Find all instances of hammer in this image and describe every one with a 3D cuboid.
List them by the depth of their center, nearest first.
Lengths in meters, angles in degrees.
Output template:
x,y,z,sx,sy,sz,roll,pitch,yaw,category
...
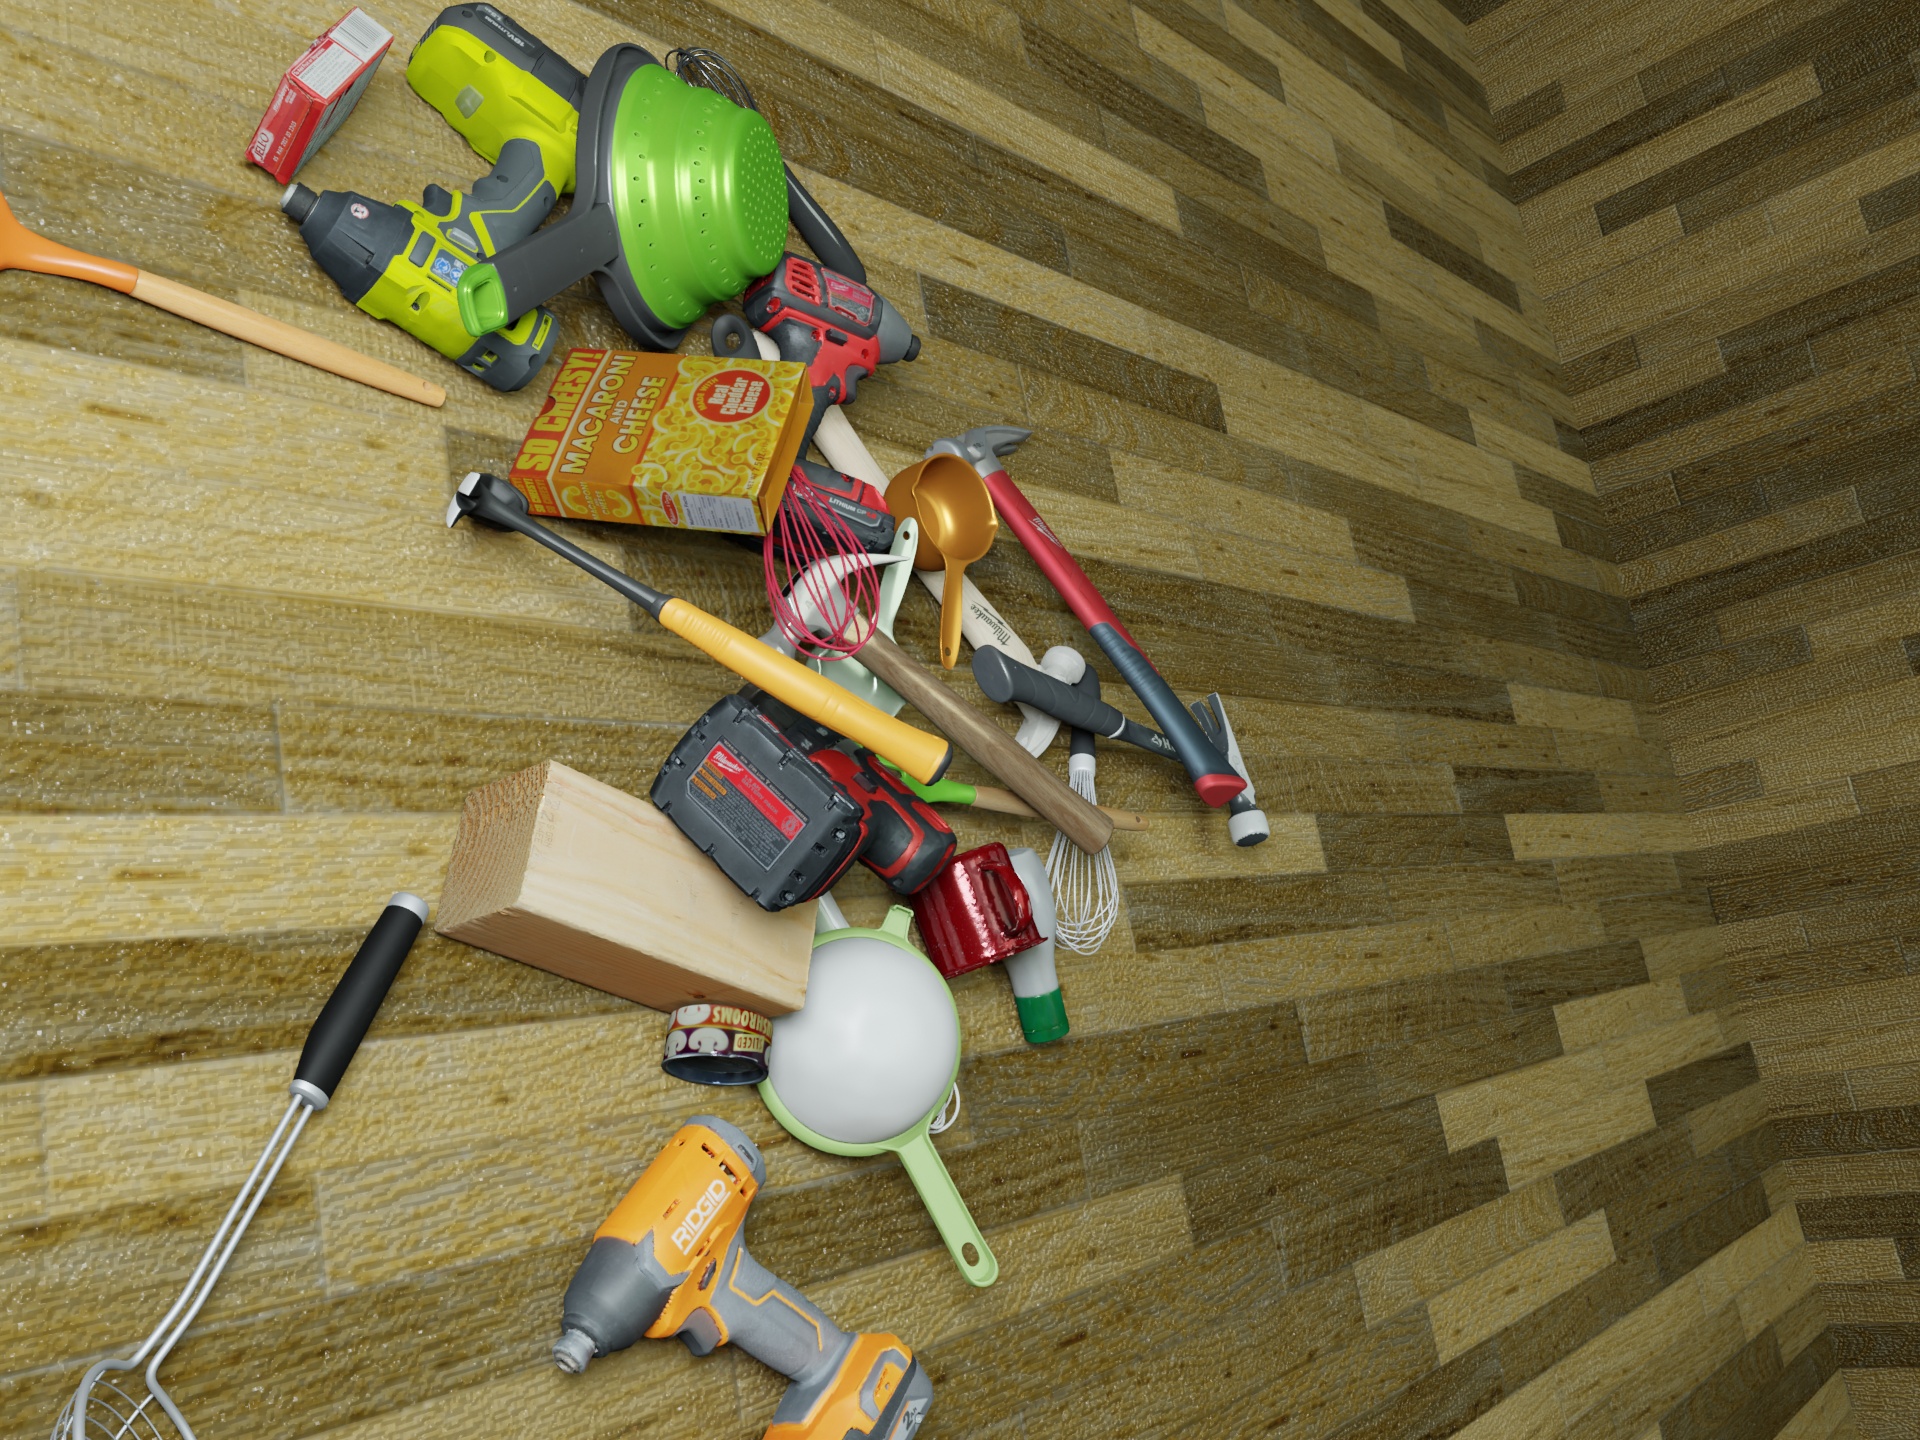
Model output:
x,y,z,sx,sy,sz,roll,pitch,yaw,category
-0.152,-0.052,0.967,0.336,0.127,0.034,30,92,-10,hammer
-0.002,-0.004,1.182,0.331,0.031,0.130,39,71,-26,hammer
-0.043,-0.142,1.282,0.410,0.038,0.146,51,44,-21,hammer
0.123,-0.094,1.364,0.386,0.038,0.143,54,34,8,hammer
0.144,0.003,1.377,0.408,0.036,0.149,21,48,-49,hammer

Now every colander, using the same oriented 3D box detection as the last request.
x,y,z,sx,sy,sz,roll,pitch,yaw,category
-0.196,-0.322,1.034,0.397,0.094,0.204,-66,154,-57,colander

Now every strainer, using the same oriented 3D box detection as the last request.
x,y,z,sx,sy,sz,roll,pitch,yaw,category
-0.033,0.253,1.037,0.151,0.069,0.256,-26,86,-28,strainer

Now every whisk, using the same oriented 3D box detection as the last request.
x,y,z,sx,sy,sz,roll,pitch,yaw,category
-0.119,-0.163,1.068,0.073,0.073,0.296,10,50,-47,whisk
-0.071,0.177,1.103,0.246,0.059,0.058,62,26,-2,whisk
-0.152,-0.440,1.281,0.238,0.055,0.055,48,43,-32,whisk
0.103,0.068,1.350,0.070,0.070,0.285,35,46,-36,whisk

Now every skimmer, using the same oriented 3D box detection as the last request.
x,y,z,sx,sy,sz,roll,pitch,yaw,category
-0.315,0.237,0.758,0.127,0.090,0.364,78,21,-46,skimmer

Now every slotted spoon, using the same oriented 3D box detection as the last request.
x,y,z,sx,sy,sz,roll,pitch,yaw,category
0.029,0.059,1.236,0.313,0.031,0.070,12,64,-35,slotted spoon

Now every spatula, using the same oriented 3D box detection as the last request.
x,y,z,sx,sy,sz,roll,pitch,yaw,category
-0.425,-0.235,0.872,0.322,0.041,0.081,16,62,-46,spatula

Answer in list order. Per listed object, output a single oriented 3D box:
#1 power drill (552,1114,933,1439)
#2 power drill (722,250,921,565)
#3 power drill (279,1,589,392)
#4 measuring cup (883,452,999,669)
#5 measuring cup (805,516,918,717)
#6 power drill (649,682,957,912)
x,y,z,sx,sy,sz,roll,pitch,yaw,category
-0.130,0.367,0.927,0.226,0.084,0.164,54,41,-12,power drill
-0.099,-0.230,1.184,0.143,0.078,0.220,16,70,-33,power drill
-0.319,-0.341,1.016,0.171,0.080,0.223,32,55,-32,power drill
-0.022,-0.119,1.234,0.095,0.052,0.174,16,71,-43,measuring cup
-0.067,-0.073,1.185,0.083,0.038,0.168,24,75,-31,measuring cup
-0.106,0.037,1.012,0.188,0.080,0.226,42,9,14,power drill
